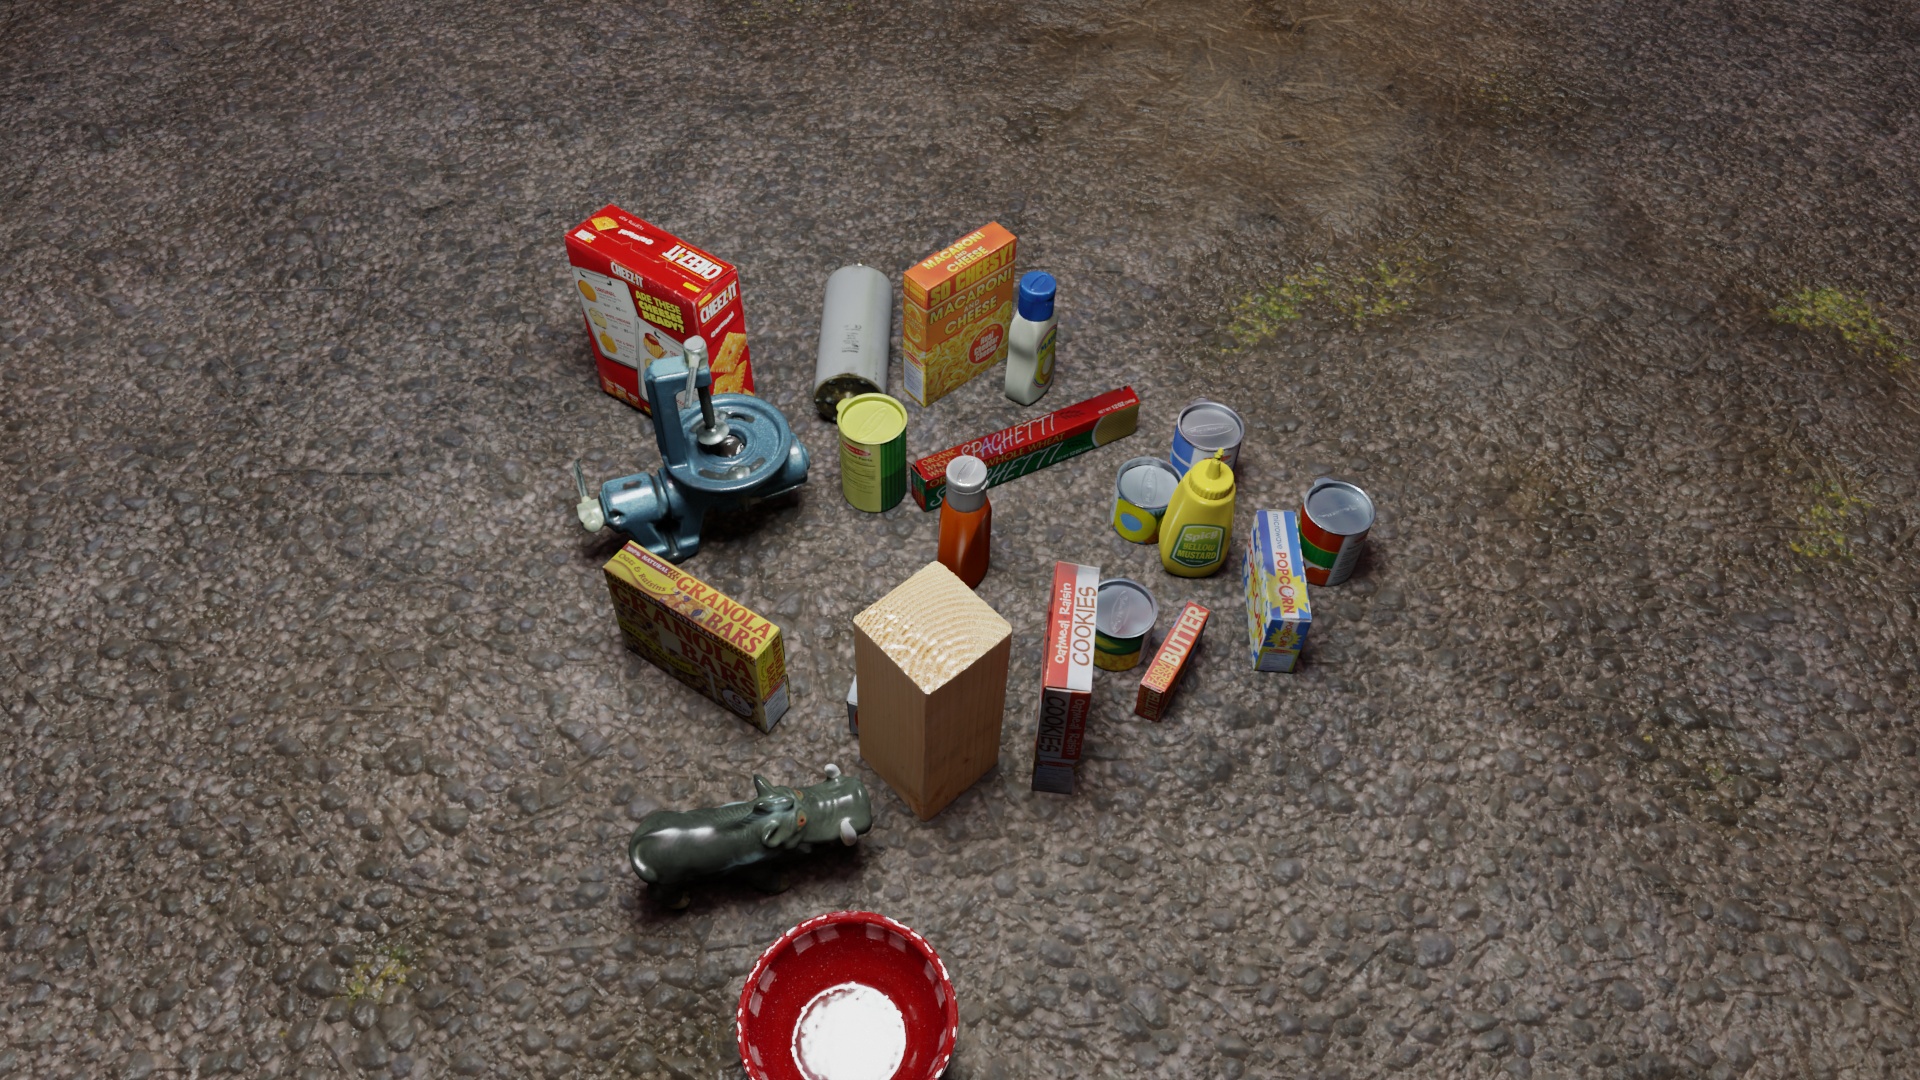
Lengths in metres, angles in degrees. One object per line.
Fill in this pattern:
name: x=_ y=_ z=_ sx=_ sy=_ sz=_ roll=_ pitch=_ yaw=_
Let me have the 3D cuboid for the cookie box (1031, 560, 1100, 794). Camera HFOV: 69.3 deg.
cookie box: x=0.086 y=0.117 z=1.160 sx=0.040 sy=0.166 sz=0.123 roll=6 pitch=52 yaw=3

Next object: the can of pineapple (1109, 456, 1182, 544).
can of pineapple: x=0.183 y=-0.038 z=1.355 sx=0.071 sy=0.057 sz=0.071 roll=1 pitch=52 yaw=-1

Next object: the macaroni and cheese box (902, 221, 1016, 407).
macaroni and cheese box: x=-0.003 y=-0.232 z=1.434 sx=0.124 sy=0.165 sz=0.040 roll=-35 pitch=61 yaw=-26

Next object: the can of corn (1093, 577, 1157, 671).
can of corn: x=0.140 y=0.076 z=1.263 sx=0.071 sy=0.058 sz=0.071 roll=1 pitch=52 yaw=-1

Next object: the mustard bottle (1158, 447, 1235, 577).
mustard bottle: x=0.223 y=-0.029 z=1.285 sx=0.065 sy=0.159 sz=0.049 roll=2 pitch=52 yaw=0

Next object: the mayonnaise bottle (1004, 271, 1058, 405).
mayonnaise bottle: x=0.075 y=-0.210 z=1.430 sx=0.041 sy=0.147 sz=0.065 roll=28 pitch=56 yaw=19

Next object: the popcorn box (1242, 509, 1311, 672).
popcorn box: x=0.289 y=0.046 z=1.276 sx=0.038 sy=0.084 sz=0.127 roll=2 pitch=52 yaw=0

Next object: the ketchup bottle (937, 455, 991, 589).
ketchup bottle: x=0.005 y=-0.016 z=1.274 sx=0.043 sy=0.148 sz=0.065 roll=24 pitch=55 yaw=16

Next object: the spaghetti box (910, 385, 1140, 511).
spaghetti box: x=0.067 y=-0.094 z=1.400 sx=0.251 sy=0.050 sz=0.029 roll=-21 pitch=55 yaw=-18

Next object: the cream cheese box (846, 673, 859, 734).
cream cheese box: x=-0.074 y=0.117 z=1.226 sx=0.024 sy=0.053 sz=0.104 roll=13 pitch=52 yaw=8

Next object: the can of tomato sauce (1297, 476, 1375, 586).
can of tomato sauce: x=0.350 y=-0.008 z=1.322 sx=0.071 sy=0.082 sz=0.071 roll=1 pitch=52 yaw=-1

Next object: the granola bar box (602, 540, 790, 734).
granola bar box: x=-0.225 y=0.084 z=1.202 sx=0.166 sy=0.123 sz=0.039 roll=28 pitch=56 yaw=19

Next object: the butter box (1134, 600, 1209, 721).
butter box: x=0.190 y=0.108 z=1.243 sx=0.024 sy=0.052 sz=0.104 roll=25 pitch=55 yaw=17

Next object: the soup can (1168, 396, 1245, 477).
soup can: x=0.242 y=-0.089 z=1.381 sx=0.071 sy=0.083 sz=0.072 roll=1 pitch=52 yaw=-1

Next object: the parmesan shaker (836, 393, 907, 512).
parmesan shaker: x=-0.087 y=-0.086 z=1.355 sx=0.071 sy=0.102 sz=0.072 roll=1 pitch=52 yaw=-1
